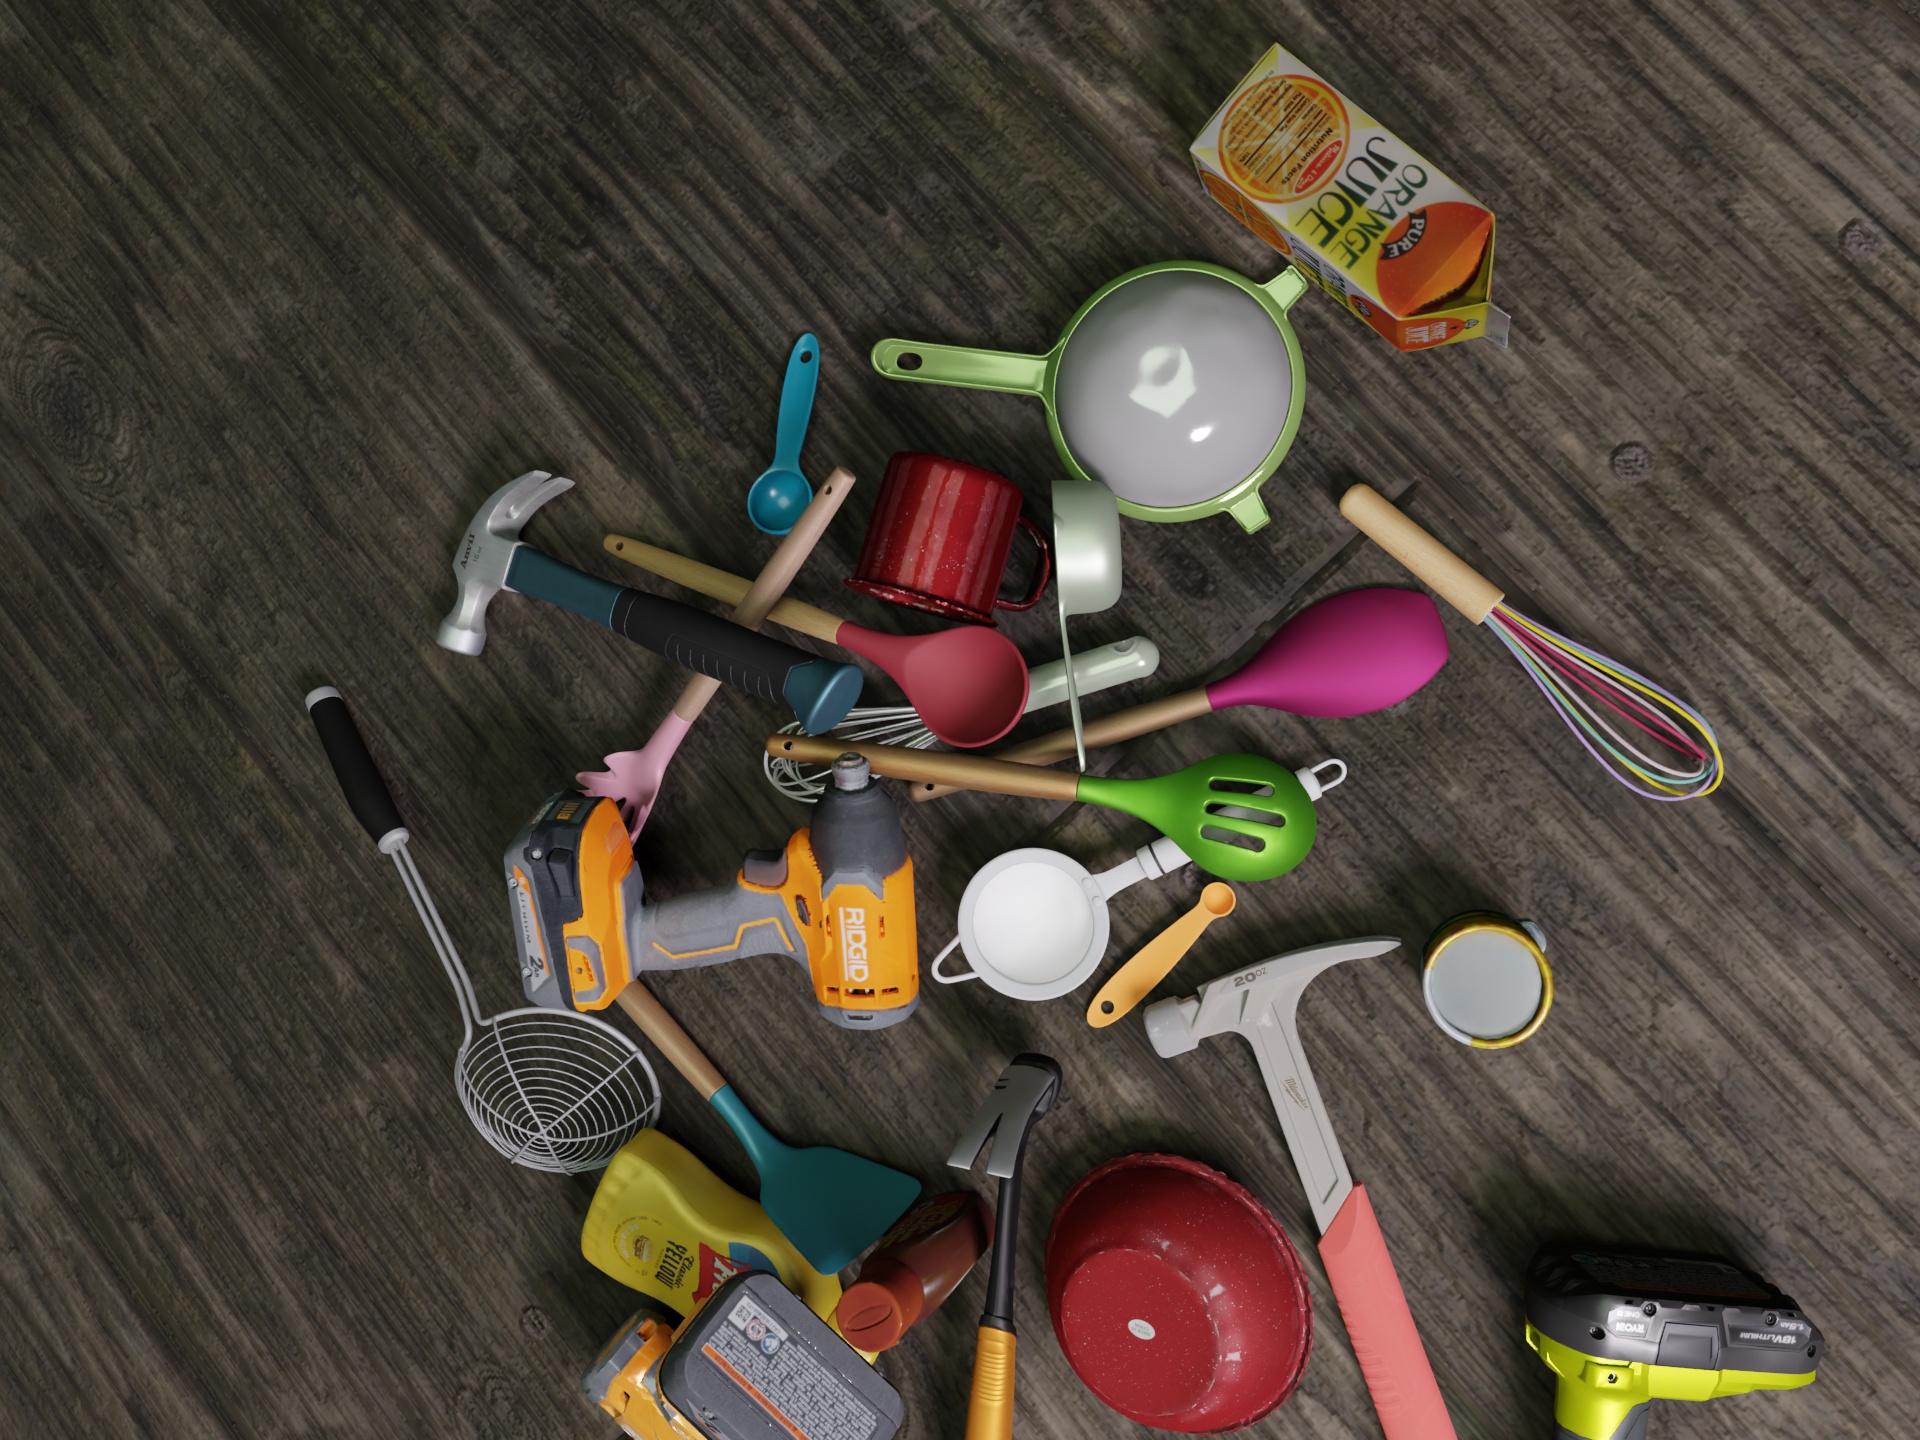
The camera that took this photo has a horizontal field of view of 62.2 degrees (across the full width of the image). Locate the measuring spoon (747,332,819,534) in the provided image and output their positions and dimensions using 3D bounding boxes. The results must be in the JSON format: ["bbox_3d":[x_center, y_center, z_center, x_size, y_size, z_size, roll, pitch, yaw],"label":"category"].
[{"bbox_3d":[-0.101,-0.174,0.979,0.042,0.021,0.129,7,82,16],"label":"measuring spoon"}]

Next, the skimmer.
[{"bbox_3d":[-0.318,0.127,1.026,0.127,0.090,0.363,-42,68,23],"label":"skimmer"}]

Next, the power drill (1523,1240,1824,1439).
[{"bbox_3d":[0.359,0.392,0.800,0.190,0.080,0.228,6,92,-2],"label":"power drill"}]

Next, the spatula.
[{"bbox_3d":[-0.162,0.203,0.973,0.318,0.082,0.044,43,143,16],"label":"spatula"}]

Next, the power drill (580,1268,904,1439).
[{"bbox_3d":[-0.111,0.399,0.886,0.185,0.084,0.226,43,144,0],"label":"power drill"}]

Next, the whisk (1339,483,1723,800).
[{"bbox_3d":[0.303,-0.048,0.848,0.245,0.047,0.051,43,87,16],"label":"whisk"}]

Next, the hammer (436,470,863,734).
[{"bbox_3d":[-0.189,-0.060,0.940,0.331,0.033,0.128,22,97,34],"label":"hammer"}]

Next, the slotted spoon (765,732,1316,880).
[{"bbox_3d":[0.040,0.036,0.889,0.314,0.031,0.070,8,82,12],"label":"slotted spoon"}]

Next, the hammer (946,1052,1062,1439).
[{"bbox_3d":[0.018,0.363,0.880,0.034,0.127,0.337,7,102,15],"label":"hammer"}]

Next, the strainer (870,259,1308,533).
[{"bbox_3d":[0.064,-0.198,0.901,0.256,0.069,0.151,10,92,14],"label":"strainer"}]

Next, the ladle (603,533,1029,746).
[{"bbox_3d":[-0.092,-0.059,0.945,0.315,0.031,0.069,22,90,25],"label":"ladle"}]

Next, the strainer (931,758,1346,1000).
[{"bbox_3d":[0.102,0.085,0.904,0.258,0.050,0.087,-27,88,8],"label":"strainer"}]

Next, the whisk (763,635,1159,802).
[{"bbox_3d":[-0.001,-0.003,0.935,0.246,0.058,0.059,-17,119,12],"label":"whisk"}]

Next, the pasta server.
[{"bbox_3d":[-0.156,-0.023,0.949,0.060,0.040,0.316,45,113,17],"label":"pasta server"}]

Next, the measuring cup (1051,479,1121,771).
[{"bbox_3d":[0.074,-0.055,0.884,0.038,0.083,0.168,-5,76,3],"label":"measuring cup"}]

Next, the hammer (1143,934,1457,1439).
[{"bbox_3d":[0.229,0.302,0.867,0.149,0.036,0.359,-21,83,15],"label":"hammer"}]

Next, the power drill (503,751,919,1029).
[{"bbox_3d":[-0.138,0.093,0.917,0.226,0.084,0.164,1,113,6],"label":"power drill"}]

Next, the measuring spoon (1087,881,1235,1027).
[{"bbox_3d":[0.115,0.136,0.916,0.021,0.011,0.117,46,104,11],"label":"measuring spoon"}]

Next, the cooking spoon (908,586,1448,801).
[{"bbox_3d":[0.118,-0.005,0.911,0.319,0.017,0.069,-18,84,14],"label":"cooking spoon"}]
